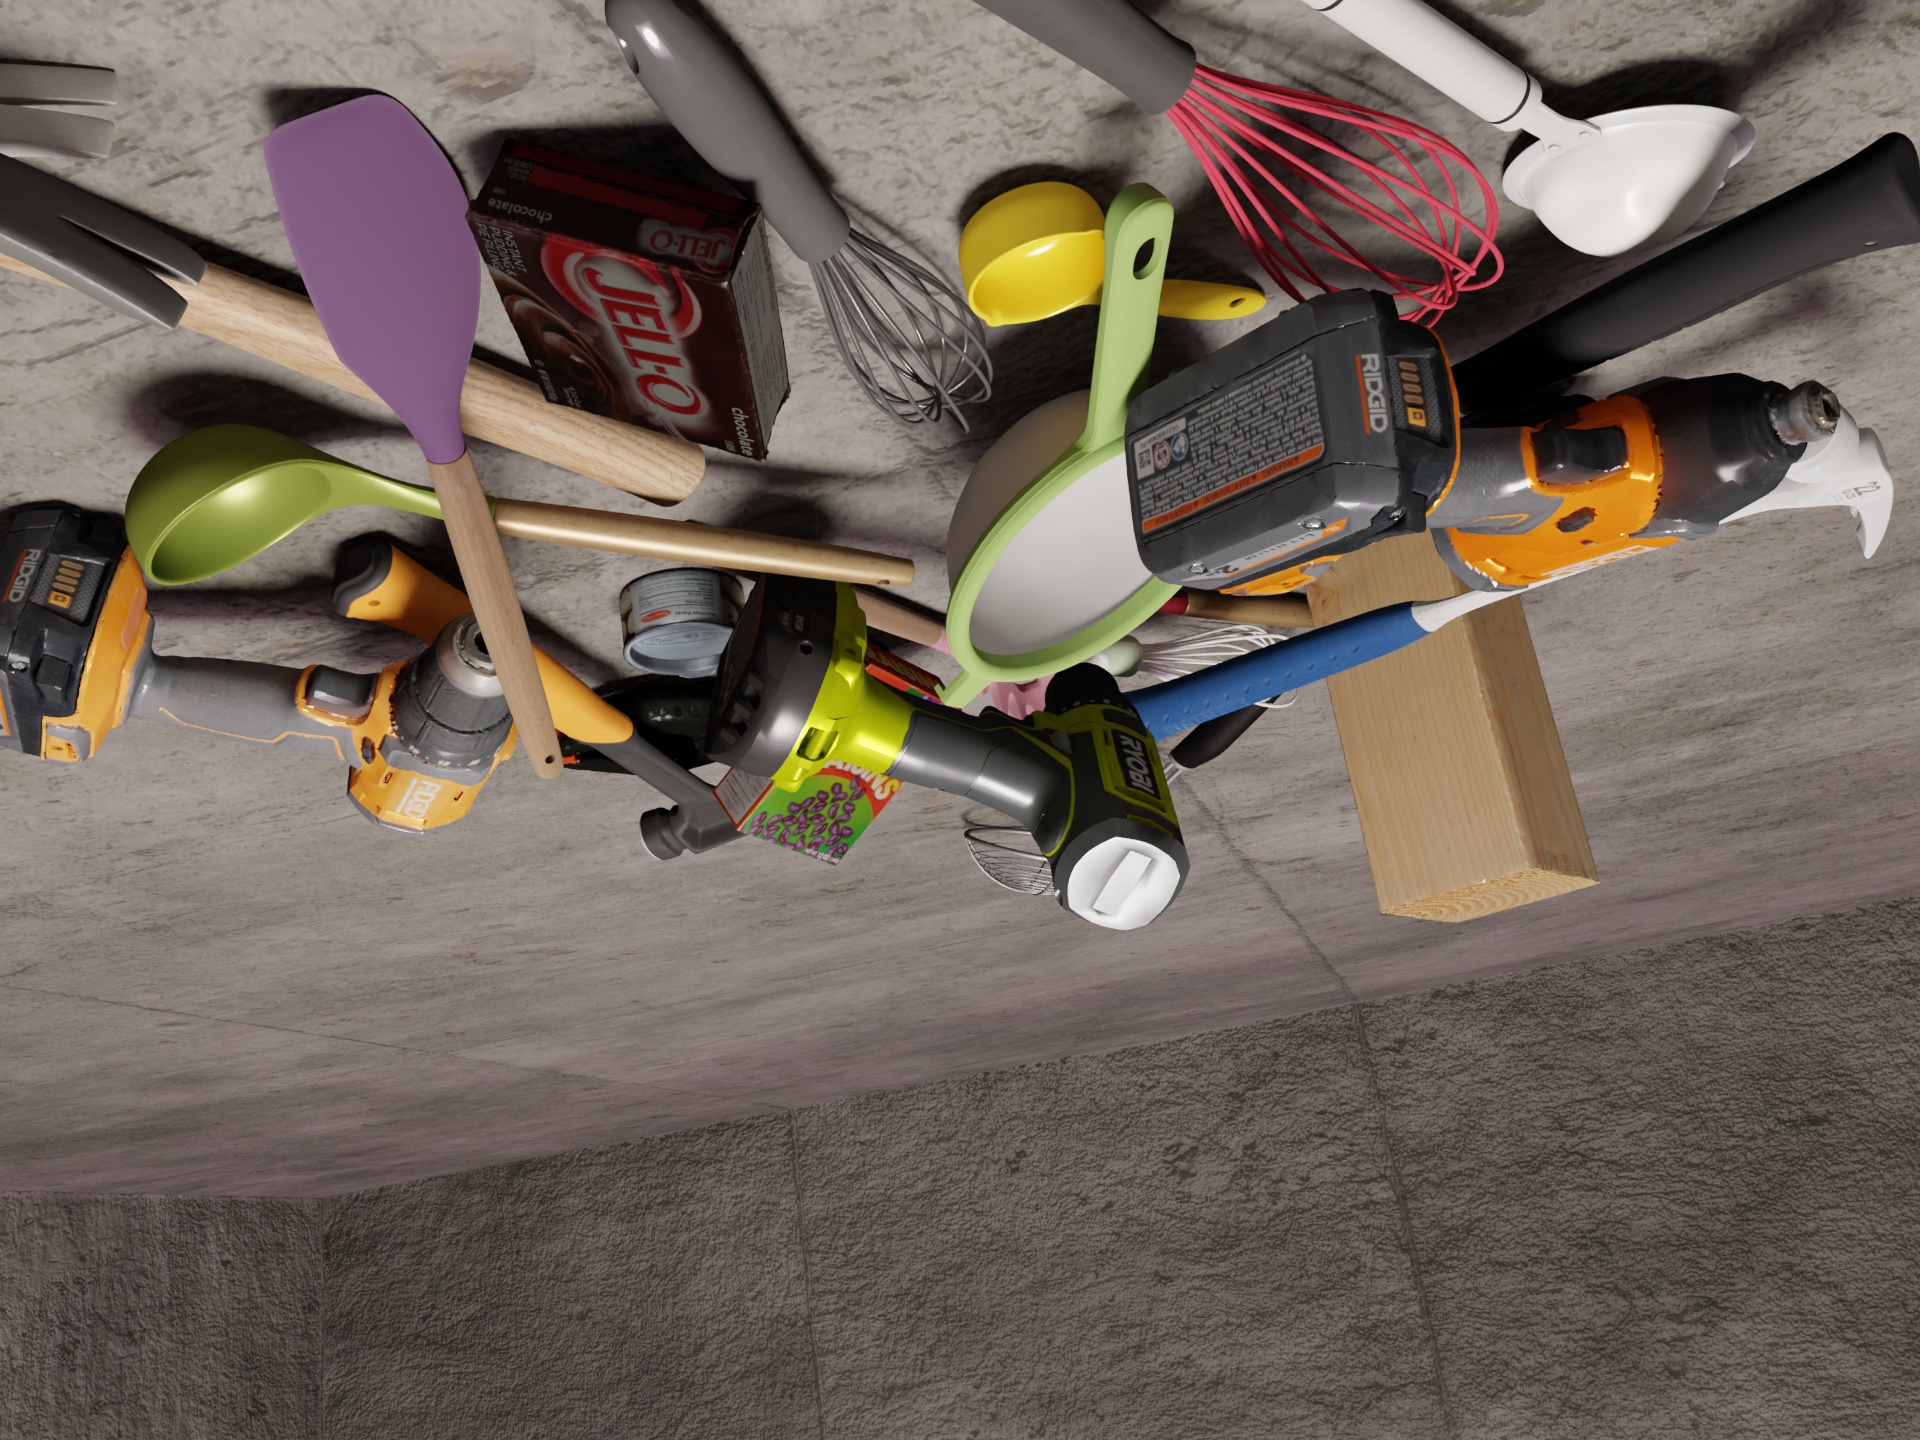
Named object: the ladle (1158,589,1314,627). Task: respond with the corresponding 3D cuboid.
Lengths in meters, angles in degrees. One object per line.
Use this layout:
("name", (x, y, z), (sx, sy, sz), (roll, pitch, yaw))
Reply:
("ladle", (0.149, -0.066, 0.924), (0.315, 0.031, 0.069), (2, 174, -31))

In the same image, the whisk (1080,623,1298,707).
("whisk", (0.106, -0.036, 0.937), (0.246, 0.059, 0.057), (3, 140, -32))

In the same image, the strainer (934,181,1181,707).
("strainer", (0.044, -0.119, 0.638), (0.151, 0.069, 0.256), (-28, 152, -18))

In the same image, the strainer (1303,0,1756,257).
("strainer", (0.193, -0.208, 0.547), (0.258, 0.050, 0.087), (12, 166, -36))

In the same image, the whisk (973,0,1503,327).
("whisk", (0.078, -0.194, 0.506), (0.295, 0.073, 0.073), (17, 148, -38))

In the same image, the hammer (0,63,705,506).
("hammer", (-0.226, -0.137, 0.576), (0.130, 0.031, 0.331), (-23, 156, 35))

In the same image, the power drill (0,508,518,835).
("power drill", (-0.313, -0.020, 0.721), (0.226, 0.084, 0.185), (17, 150, -23))

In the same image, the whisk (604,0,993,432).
("whisk", (-0.048, -0.166, 0.550), (0.055, 0.055, 0.238), (-16, 155, 19))

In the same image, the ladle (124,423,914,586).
("ladle", (-0.168, -0.071, 0.664), (0.320, 0.062, 0.078), (6, 159, -23))

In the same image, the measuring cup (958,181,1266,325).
("measuring cup", (0.063, -0.176, 0.612), (0.156, 0.029, 0.062), (-6, 163, -42))

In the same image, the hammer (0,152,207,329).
("hammer", (-0.363, -0.064, 0.554), (0.149, 0.037, 0.359), (20, 142, -20))

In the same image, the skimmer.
("skimmer", (0.124, 0.035, 1.186), (0.127, 0.090, 0.363), (6, 145, -29))

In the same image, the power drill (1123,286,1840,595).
("power drill", (0.193, -0.096, 0.583), (0.226, 0.084, 0.164), (-1, 171, -31))

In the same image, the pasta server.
("pasta server", (-0.029, -0.051, 0.878), (0.316, 0.040, 0.060), (19, 113, -48))

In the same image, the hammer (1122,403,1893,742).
("hammer", (0.246, -0.054, 0.799), (0.405, 0.035, 0.144), (-21, 158, 39))

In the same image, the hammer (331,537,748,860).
("hammer", (-0.202, -0.007, 0.864), (0.127, 0.034, 0.336), (-20, 149, 18))

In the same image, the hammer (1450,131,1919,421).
("hammer", (0.219, -0.143, 0.638), (0.146, 0.035, 0.335), (4, 169, -26))

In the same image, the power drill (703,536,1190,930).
("power drill", (-0.001, -0.003, 0.785), (0.228, 0.191, 0.080), (22, 117, -15))

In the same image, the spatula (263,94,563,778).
("spatula", (-0.186, -0.082, 0.600), (0.060, 0.018, 0.315), (-30, 145, -24))
